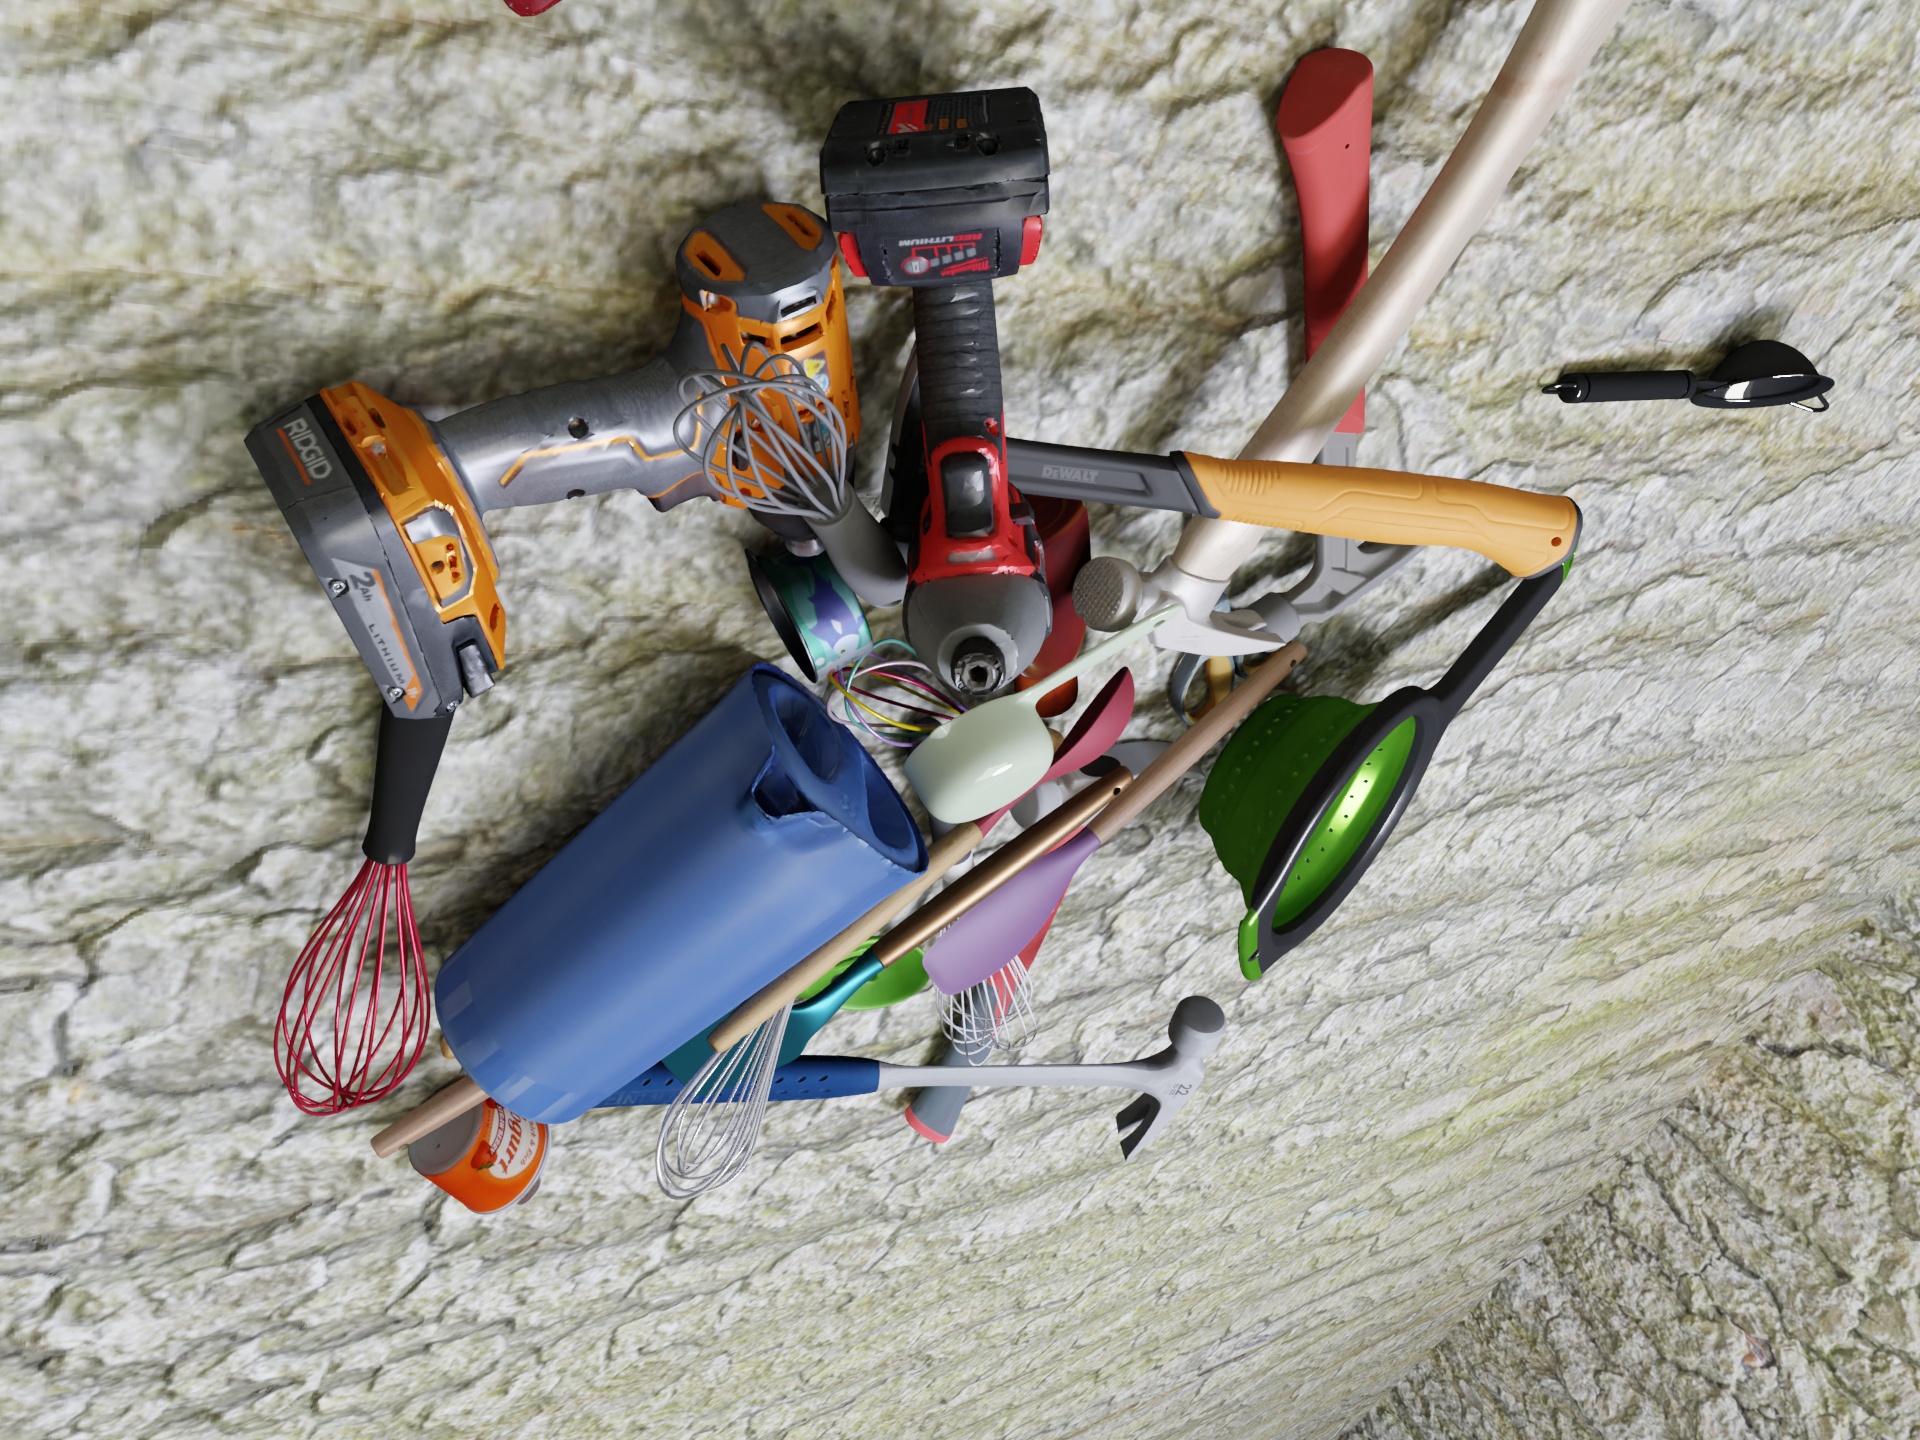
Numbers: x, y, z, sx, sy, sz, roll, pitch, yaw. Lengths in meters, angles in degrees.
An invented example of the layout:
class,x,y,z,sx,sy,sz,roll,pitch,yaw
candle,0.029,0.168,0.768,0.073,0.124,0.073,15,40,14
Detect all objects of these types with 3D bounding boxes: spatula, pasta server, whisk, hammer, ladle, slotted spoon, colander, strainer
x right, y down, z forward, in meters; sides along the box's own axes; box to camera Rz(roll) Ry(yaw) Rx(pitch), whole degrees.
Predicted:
class,x,y,z,sx,sy,sz,roll,pitch,yaw
spatula,0.101,0.056,0.982,0.316,0.018,0.059,-42,131,-12
pasta server,-0.183,0.160,0.902,0.316,0.040,0.060,-31,158,-15
whisk,-0.269,0.075,0.742,0.073,0.073,0.295,-2,126,-38
hammer,0.134,-0.115,0.742,0.336,0.034,0.127,6,120,-10
hammer,0.211,-0.200,0.767,0.146,0.038,0.410,6,127,-42
whisk,-0.055,-0.084,0.622,0.055,0.055,0.238,-37,163,1
whisk,-0.002,-0.005,0.868,0.244,0.047,0.051,16,87,-60
ladle,-0.012,0.074,0.866,0.315,0.031,0.069,-39,176,-21
hammer,0.206,-0.188,0.844,0.149,0.037,0.358,-35,144,-14
slotted spoon,-0.157,0.170,0.967,0.313,0.031,0.070,-4,133,-34
colander,0.280,-0.008,1.089,0.397,0.095,0.204,-47,152,-16
hammer,-0.043,0.227,0.996,0.405,0.035,0.144,3,133,-14
strainer,0.474,-0.221,1.032,0.258,0.050,0.087,-8,180,-26
hammer,0.046,0.168,1.123,0.143,0.038,0.386,-10,137,-34
spatula,-0.033,0.115,0.921,0.317,0.044,0.082,-35,129,-10
whisk,-0.096,0.144,0.861,0.057,0.059,0.246,46,61,-36
whisk,0.003,0.110,0.979,0.070,0.070,0.284,-24,130,-16

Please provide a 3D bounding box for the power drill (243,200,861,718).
class,x,y,z,sx,sy,sz,roll,pitch,yaw
power drill,-0.141,-0.093,0.635,0.226,0.084,0.164,-29,145,-17

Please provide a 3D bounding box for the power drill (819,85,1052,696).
class,x,y,z,sx,sy,sz,roll,pitch,yaw
power drill,0.000,-0.121,0.619,0.078,0.143,0.219,-4,120,3

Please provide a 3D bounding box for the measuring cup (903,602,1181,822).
class,x,y,z,sx,sy,sz,roll,pitch,yaw
measuring cup,0.049,-0.001,0.808,0.167,0.038,0.083,-33,163,14
